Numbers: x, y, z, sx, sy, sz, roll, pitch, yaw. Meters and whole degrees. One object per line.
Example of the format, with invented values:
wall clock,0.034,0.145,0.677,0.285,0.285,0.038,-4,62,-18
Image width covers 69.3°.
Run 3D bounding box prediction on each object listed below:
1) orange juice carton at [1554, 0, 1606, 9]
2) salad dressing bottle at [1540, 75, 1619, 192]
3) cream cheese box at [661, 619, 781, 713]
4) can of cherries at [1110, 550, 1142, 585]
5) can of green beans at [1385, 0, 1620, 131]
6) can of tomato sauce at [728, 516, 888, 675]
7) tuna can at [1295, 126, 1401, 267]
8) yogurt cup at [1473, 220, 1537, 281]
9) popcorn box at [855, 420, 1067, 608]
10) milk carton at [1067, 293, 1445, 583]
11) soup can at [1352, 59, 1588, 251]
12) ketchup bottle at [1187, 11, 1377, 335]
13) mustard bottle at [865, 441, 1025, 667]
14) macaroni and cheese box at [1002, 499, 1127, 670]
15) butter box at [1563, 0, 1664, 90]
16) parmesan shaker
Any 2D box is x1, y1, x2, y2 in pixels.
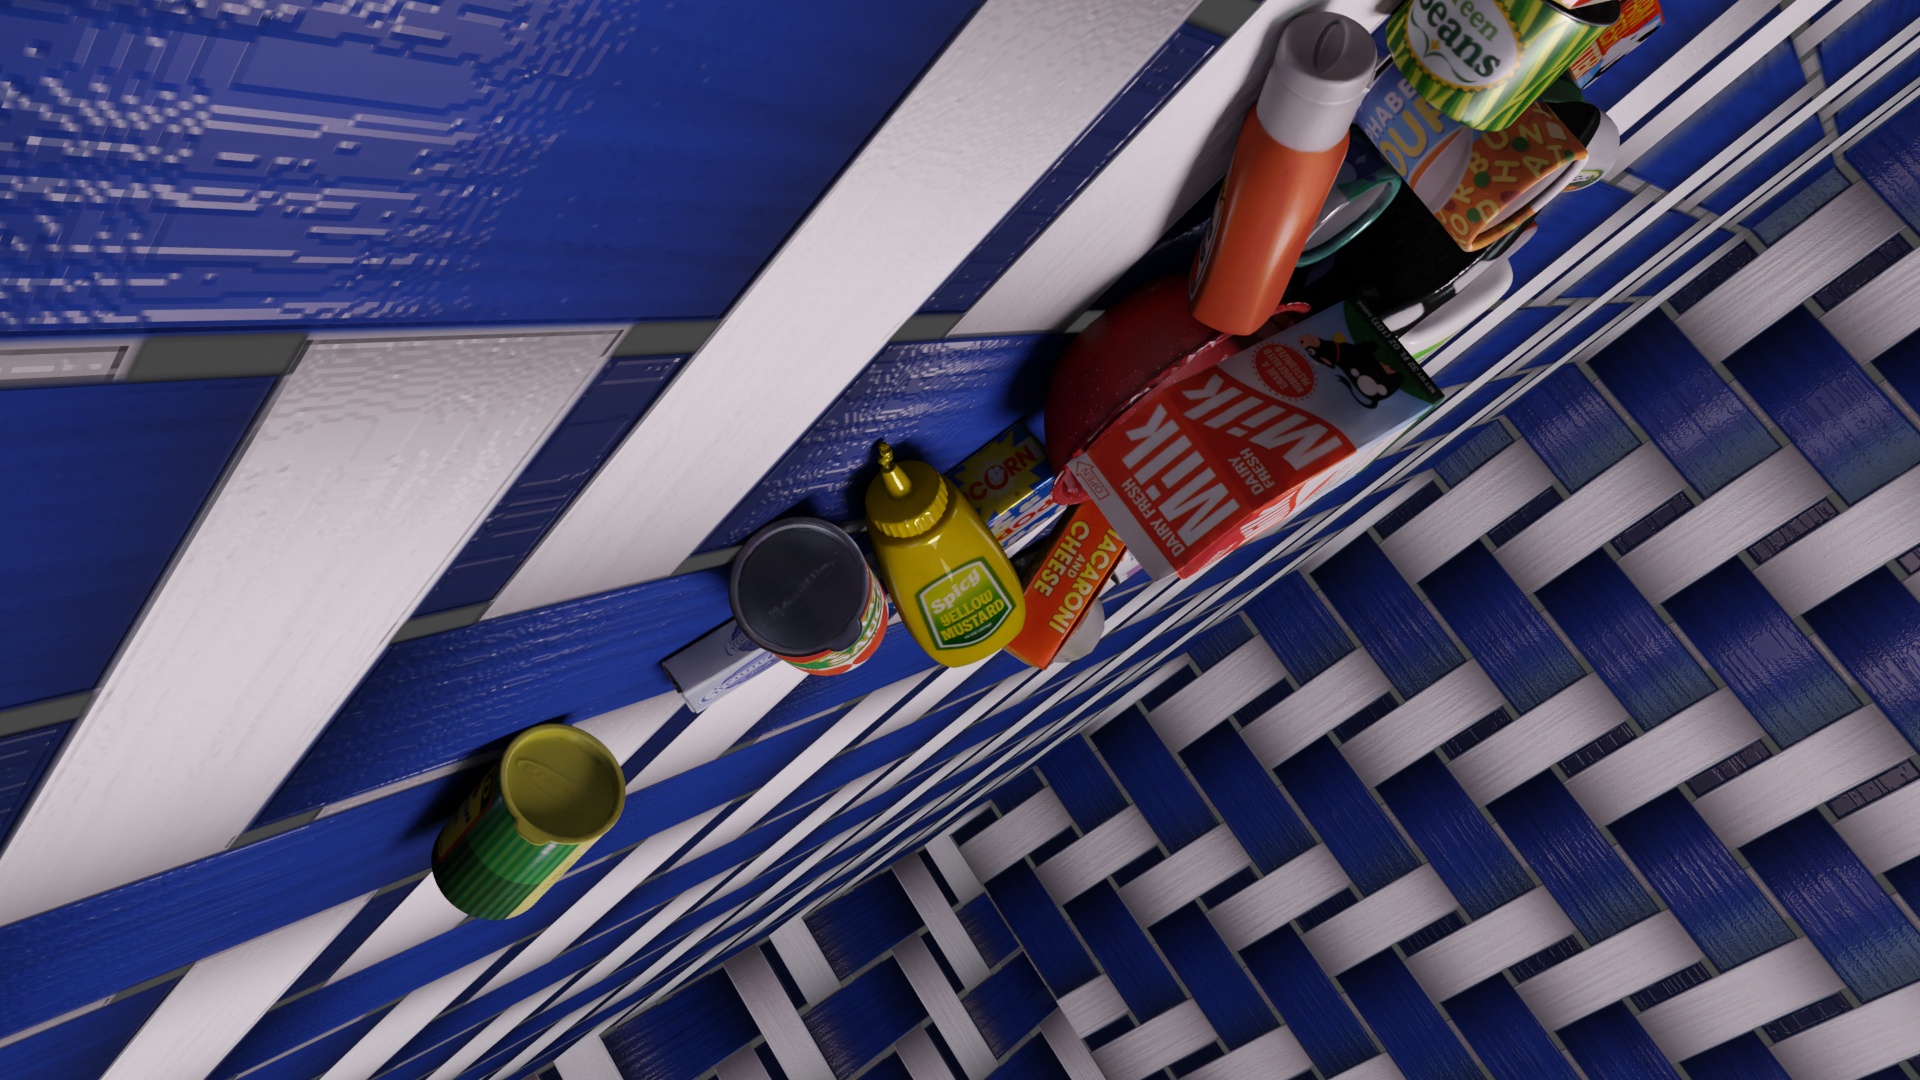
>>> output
orange juice carton,0.234,-0.237,0.468,0.193,0.073,0.071,-25,164,-36
salad dressing bottle,0.333,-0.227,0.778,0.148,0.064,0.044,-10,110,-63
cream cheese box,-0.112,0.056,0.773,0.104,0.024,0.053,-32,166,-13
can of cherries,0.120,-0.011,1.027,0.058,0.071,0.071,-35,167,-1
can of green beans,0.211,-0.204,0.545,0.071,0.071,0.057,-24,164,-38
can of tomato sauce,-0.071,0.031,0.684,0.071,0.071,0.083,-34,168,-4
tuna can,0.180,-0.167,0.678,0.071,0.033,0.071,-32,167,-8
yogurt cup,0.323,-0.199,0.873,0.072,0.054,0.072,-33,168,-8
popcorn box,0.003,-0.010,0.793,0.126,0.038,0.085,-36,166,7
milk carton,0.139,-0.045,0.676,0.191,0.072,0.073,-28,165,-32
soup can,0.228,-0.182,0.628,0.071,0.084,0.071,-32,167,-8
ketchup bottle,0.132,-0.150,0.574,0.148,0.043,0.065,99,13,-64
mustard bottle,-0.014,0.005,0.702,0.065,0.049,0.159,-31,141,-2
macaroni and cheese box,0.067,0.021,0.896,0.124,0.040,0.166,-57,179,-4
butter box,0.328,-0.265,0.712,0.053,0.024,0.104,-40,166,27
parmesan shaker,-0.229,0.151,0.726,0.071,0.071,0.102,-19,160,-50
